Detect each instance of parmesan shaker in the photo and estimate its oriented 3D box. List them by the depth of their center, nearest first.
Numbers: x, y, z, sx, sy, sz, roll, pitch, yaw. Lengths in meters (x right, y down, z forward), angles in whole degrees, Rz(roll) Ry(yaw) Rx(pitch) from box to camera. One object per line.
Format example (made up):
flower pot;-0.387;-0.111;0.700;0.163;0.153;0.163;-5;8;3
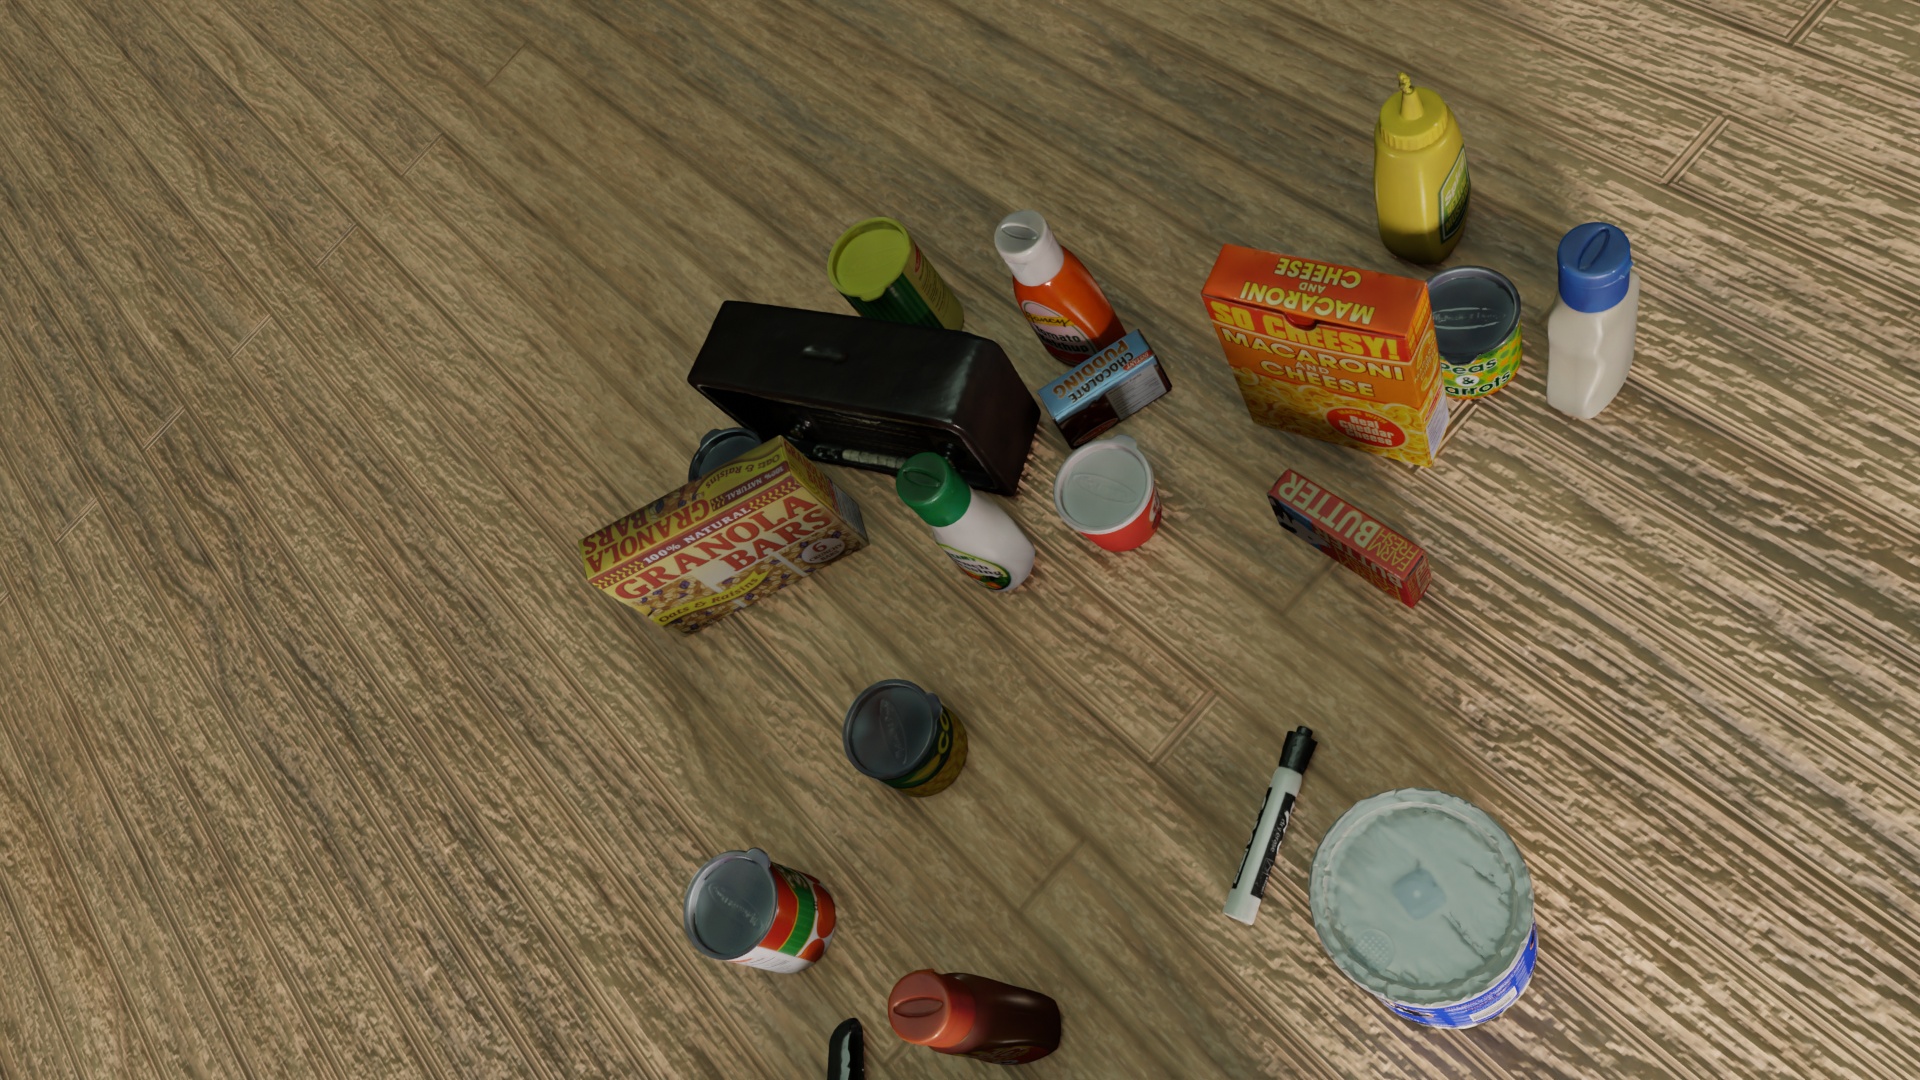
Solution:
parmesan shaker;-0.047;-0.182;1.034;0.071;0.103;0.071;-9;64;20

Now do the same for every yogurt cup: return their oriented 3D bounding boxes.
yogurt cup;0.102;-0.027;0.928;0.072;0.054;0.072;-9;64;20

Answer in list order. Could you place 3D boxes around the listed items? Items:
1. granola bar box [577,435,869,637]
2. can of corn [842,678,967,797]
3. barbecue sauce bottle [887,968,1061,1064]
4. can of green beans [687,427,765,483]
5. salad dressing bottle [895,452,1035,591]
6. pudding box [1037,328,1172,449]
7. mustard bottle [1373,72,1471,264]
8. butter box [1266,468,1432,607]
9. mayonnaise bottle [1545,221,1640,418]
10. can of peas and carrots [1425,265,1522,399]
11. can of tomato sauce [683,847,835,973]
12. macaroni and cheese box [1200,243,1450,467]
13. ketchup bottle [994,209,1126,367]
granola bar box;-0.165;0.002;0.990;0.165;0.124;0.039;-27;60;11
can of corn;-0.033;0.130;0.913;0.071;0.058;0.071;-9;64;20
barbecue sauce bottle;0.005;0.268;0.781;0.065;0.148;0.044;-11;64;19
can of green beans;-0.162;-0.044;1.048;0.071;0.057;0.071;-9;64;20
salad dressing bottle;0.003;-0.011;0.909;0.064;0.147;0.044;20;77;29
pudding box;0.100;-0.104;0.966;0.083;0.049;0.030;-32;59;7
mustard bottle;0.290;-0.239;0.880;0.049;0.160;0.065;21;78;30
butter box;0.240;-0.002;0.857;0.104;0.053;0.024;37;86;32
mayonnaise bottle;0.366;-0.129;0.804;0.041;0.147;0.065;29;82;31
can of peas and carrots;0.319;-0.128;0.877;0.071;0.058;0.071;-9;64;20
can of tomato sauce;-0.126;0.237;0.890;0.071;0.083;0.071;-9;64;20
macaroni and cheese box;0.226;-0.109;0.845;0.124;0.166;0.040;18;76;29
ketchup bottle;0.066;-0.171;0.953;0.065;0.148;0.043;20;77;29
